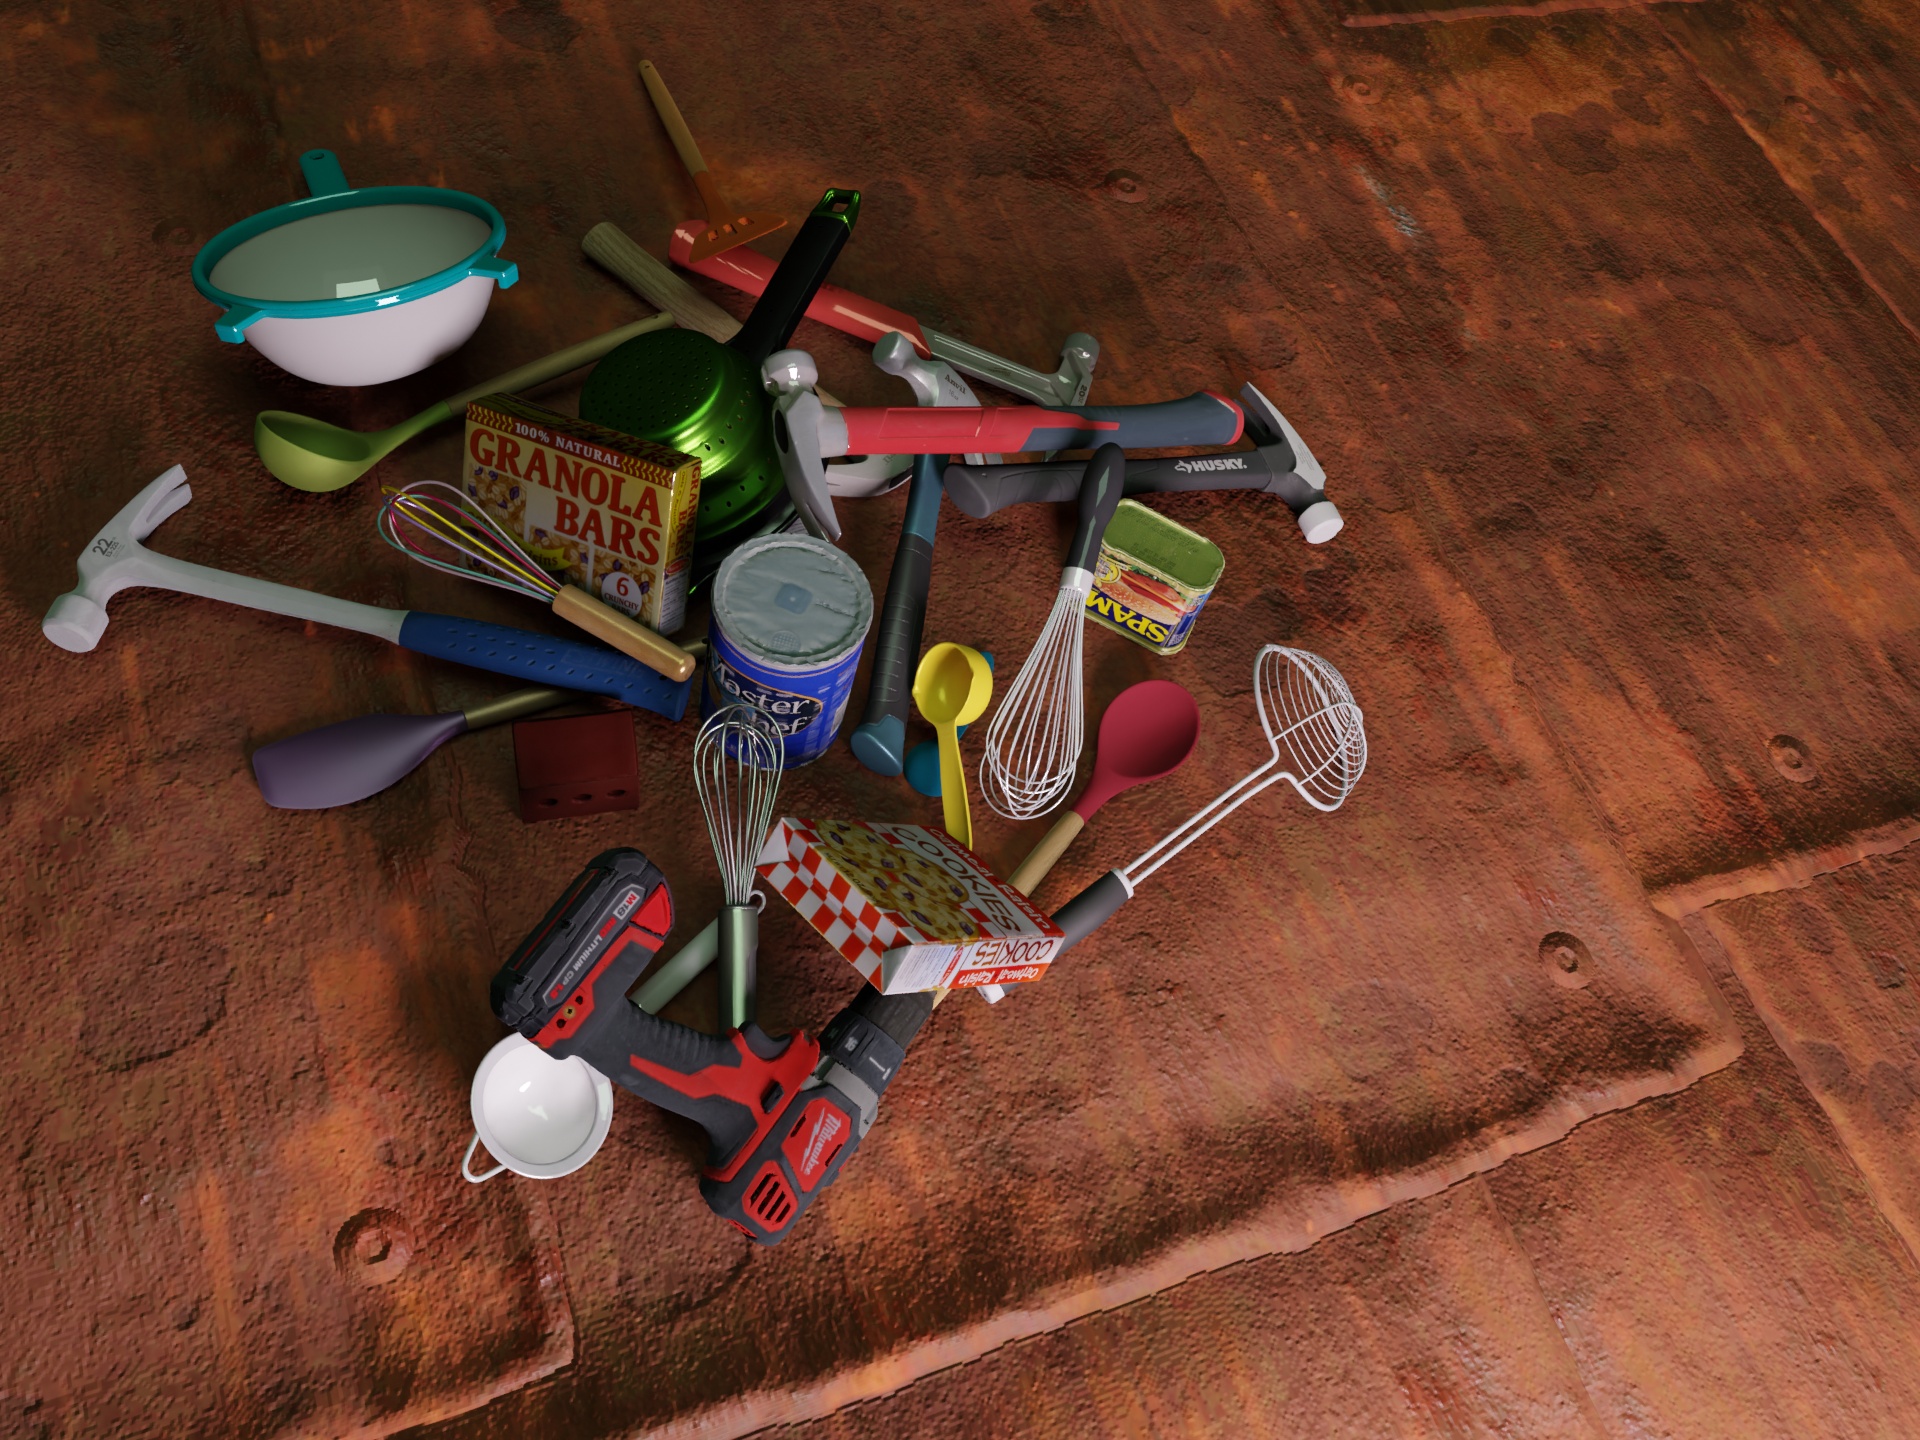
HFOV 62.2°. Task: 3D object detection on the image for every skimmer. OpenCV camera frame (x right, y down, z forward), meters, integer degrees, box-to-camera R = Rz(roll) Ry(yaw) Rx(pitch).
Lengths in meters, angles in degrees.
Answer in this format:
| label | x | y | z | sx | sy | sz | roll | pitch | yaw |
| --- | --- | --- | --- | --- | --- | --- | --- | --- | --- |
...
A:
| label | x | y | z | sx | sy | sz | roll | pitch | yaw |
| --- | --- | --- | --- | --- | --- | --- | --- | --- | --- |
| skimmer | 0.146 | 0.076 | 1.111 | 0.363 | 0.090 | 0.127 | -35 | 102 | -16 |

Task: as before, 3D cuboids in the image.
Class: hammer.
| label | x | y | z | sx | sy | sz | roll | pitch | yaw |
| --- | --- | --- | --- | --- | --- | --- | --- | --- | --- |
| hammer | -0.379 | -0.070 | 1.061 | 0.405 | 0.035 | 0.144 | 13 | 57 | -1 |
| hammer | -0.035 | -0.118 | 1.159 | 0.128 | 0.033 | 0.331 | 30 | 58 | -39 |
| hammer | -0.069 | -0.315 | 1.291 | 0.359 | 0.036 | 0.149 | 22 | 58 | -1 |
| hammer | -0.170 | -0.289 | 1.255 | 0.331 | 0.031 | 0.130 | 38 | 59 | 11 |
| hammer | 0.051 | -0.198 | 1.154 | 0.386 | 0.038 | 0.143 | -7 | 71 | -29 |
| hammer | 0.138 | -0.195 | 1.240 | 0.334 | 0.035 | 0.146 | -8 | 62 | -28 |

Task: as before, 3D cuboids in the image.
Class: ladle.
| label | x | y | z | sx | sy | sz | roll | pitch | yaw |
| --- | --- | --- | --- | --- | --- | --- | --- | --- | --- |
| ladle | -0.353 | -0.248 | 1.161 | 0.320 | 0.062 | 0.078 | -29 | 48 | -23 |
| ladle | 0.066 | 0.085 | 1.094 | 0.069 | 0.031 | 0.315 | 35 | 61 | 13 |

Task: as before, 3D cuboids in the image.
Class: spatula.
| label | x | y | z | sx | sy | sz | roll | pitch | yaw |
| --- | --- | --- | --- | --- | --- | --- | --- | --- | --- |
| spatula | -0.222 | -0.467 | 1.311 | 0.081 | 0.041 | 0.323 | -24 | 55 | -4 |
| spatula | -0.306 | -0.006 | 1.066 | 0.316 | 0.018 | 0.060 | -20 | 67 | -21 |

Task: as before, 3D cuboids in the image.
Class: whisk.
| label | x | y | z | sx | sy | sz | roll | pitch | yaw |
| --- | --- | --- | --- | --- | --- | --- | --- | --- | --- |
| whisk | 0.072 | -0.067 | 1.111 | 0.070 | 0.070 | 0.285 | 16 | 75 | -3 |
| whisk | -0.138 | 0.109 | 0.991 | 0.059 | 0.057 | 0.246 | -3 | 79 | 5 |
| whisk | -0.282 | -0.092 | 1.047 | 0.245 | 0.047 | 0.051 | 30 | 46 | 7 |

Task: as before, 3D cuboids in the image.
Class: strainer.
| label | x | y | z | sx | sy | sz | roll | pitch | yaw |
| --- | --- | --- | --- | --- | --- | --- | --- | --- | --- |
| strainer | -0.206 | 0.186 | 0.965 | 0.087 | 0.050 | 0.258 | 52 | 54 | -7 |
| strainer | -0.448 | -0.333 | 1.177 | 0.211 | 0.095 | 0.341 | -18 | 40 | -17 |

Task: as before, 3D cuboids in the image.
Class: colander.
| label | x | y | z | sx | sy | sz | roll | pitch | yaw |
| --- | --- | --- | --- | --- | --- | --- | --- | --- | --- |
| colander | -0.171 | -0.275 | 1.155 | 0.204 | 0.094 | 0.397 | 13 | 63 | 22 |

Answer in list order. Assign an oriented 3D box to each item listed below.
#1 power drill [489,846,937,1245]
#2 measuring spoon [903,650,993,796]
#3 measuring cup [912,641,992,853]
| label | x | y | z | sx | sy | sz | roll | pitch | yaw |
| --- | --- | --- | --- | --- | --- | --- | --- | --- | --- |
| power drill | -0.134 | 0.168 | 0.924 | 0.226 | 0.080 | 0.188 | 42 | 71 | -13 |
| measuring spoon | -0.002 | -0.004 | 1.131 | 0.042 | 0.021 | 0.129 | 24 | 60 | 1 |
| measuring cup | 0.002 | 0.024 | 1.085 | 0.029 | 0.062 | 0.156 | 5 | 75 | -45 |
